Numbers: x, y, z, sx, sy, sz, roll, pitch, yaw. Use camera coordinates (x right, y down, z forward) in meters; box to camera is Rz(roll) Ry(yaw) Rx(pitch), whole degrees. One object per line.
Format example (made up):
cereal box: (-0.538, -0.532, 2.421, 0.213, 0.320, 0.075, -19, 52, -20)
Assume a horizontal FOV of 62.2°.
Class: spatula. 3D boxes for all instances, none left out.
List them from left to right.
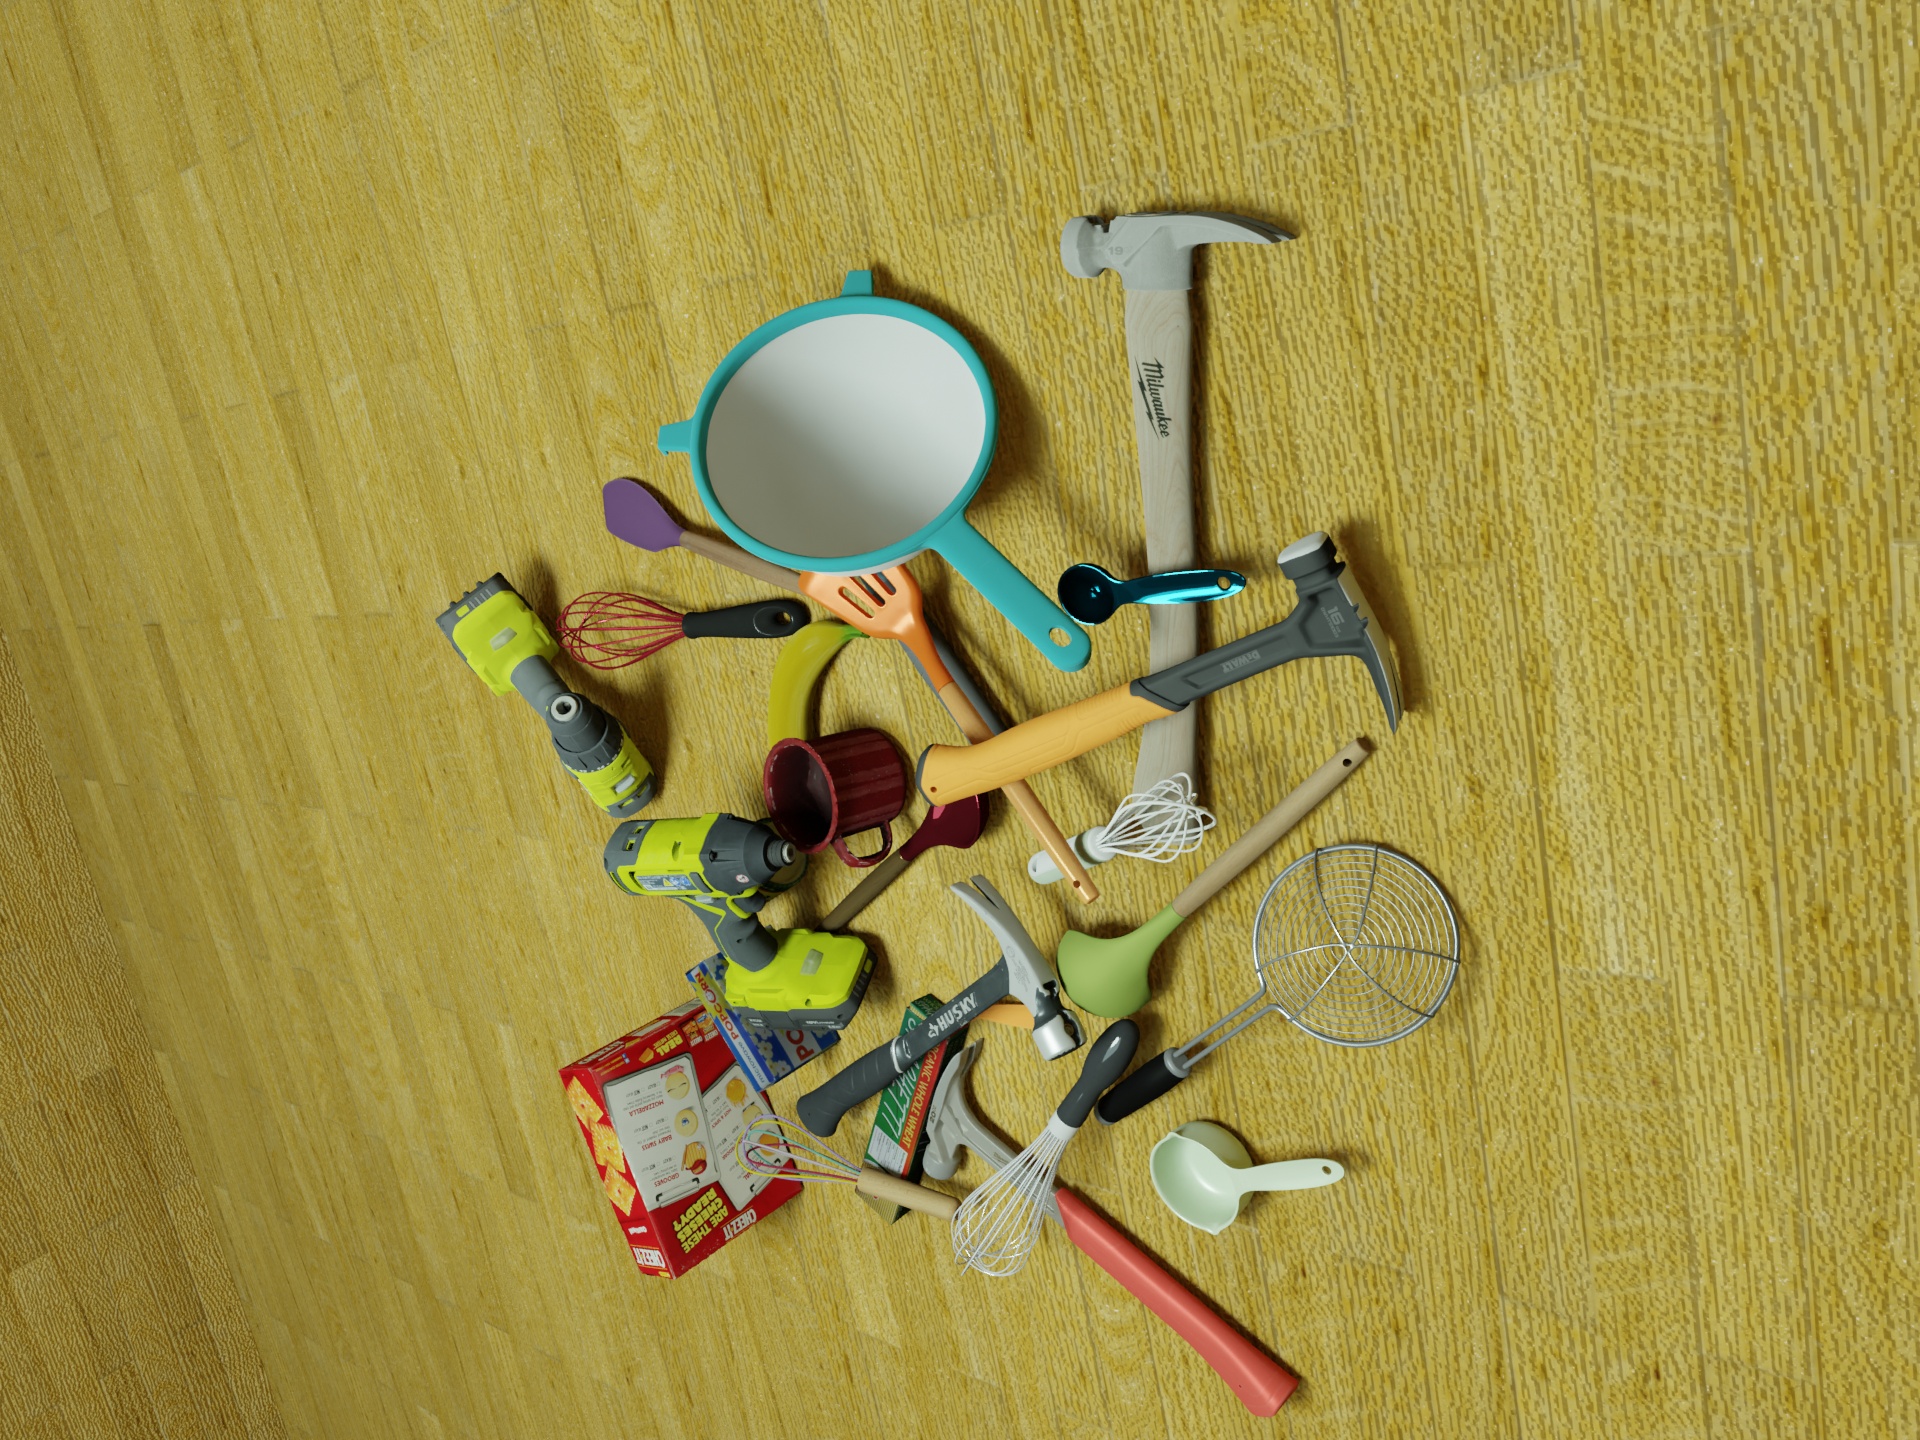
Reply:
spatula: (-0.212, -0.146, 1.314, 0.316, 0.018, 0.059, 25, 124, 42)
spatula: (-0.002, -0.004, 1.124, 0.081, 0.041, 0.323, -44, 69, 26)

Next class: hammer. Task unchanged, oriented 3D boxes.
hammer: (-0.050, -0.090, 1.200, 0.331, 0.033, 0.128, 55, 136, 9)
hammer: (-0.043, 0.262, 1.299, 0.408, 0.036, 0.149, -45, 67, 49)
hammer: (0.115, 0.410, 1.267, 0.359, 0.036, 0.149, 35, 128, 27)
hammer: (0.111, -0.002, 1.020, 0.337, 0.034, 0.127, -22, 105, 32)
hammer: (0.142, -0.110, 1.013, 0.146, 0.038, 0.410, 12, 116, 37)

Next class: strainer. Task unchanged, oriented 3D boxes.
strainer: (-0.031, -0.138, 1.080, 0.341, 0.211, 0.095, 45, 171, 19)

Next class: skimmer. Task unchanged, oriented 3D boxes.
skimmer: (0.200, 0.206, 1.104, 0.127, 0.090, 0.363, 57, 146, 15)

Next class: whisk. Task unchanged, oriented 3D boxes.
whisk: (-0.245, -0.081, 1.369, 0.296, 0.073, 0.073, -1, 108, 36)
whisk: (-0.104, 0.406, 1.416, 0.245, 0.047, 0.051, 8, 114, 33)
whisk: (0.067, 0.330, 1.222, 0.070, 0.070, 0.284, 40, 120, 22)
whisk: (0.101, 0.083, 1.089, 0.246, 0.059, 0.058, 144, 137, -65)

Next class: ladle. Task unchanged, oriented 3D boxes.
ladle: (-0.056, 0.121, 1.303, 0.315, 0.031, 0.069, -45, 59, 46)
ladle: (0.170, 0.107, 1.087, 0.078, 0.062, 0.320, 41, 126, 1)

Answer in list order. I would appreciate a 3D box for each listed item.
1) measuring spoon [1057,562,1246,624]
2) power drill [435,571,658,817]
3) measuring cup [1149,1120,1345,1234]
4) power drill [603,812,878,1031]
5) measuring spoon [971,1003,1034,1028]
measuring spoon: (0.123, -0.086, 1.009, 0.129, 0.021, 0.042, -2, 114, 31)
power drill: (-0.376, -0.026, 1.447, 0.229, 0.080, 0.190, 45, 167, 21)
measuring cup: (0.211, 0.320, 1.139, 0.167, 0.038, 0.083, -22, 93, 44)
power drill: (-0.168, 0.163, 1.308, 0.171, 0.080, 0.223, -4, 136, 31)
measuring spoon: (0.046, 0.234, 1.273, 0.117, 0.011, 0.021, -3, 105, 39)
